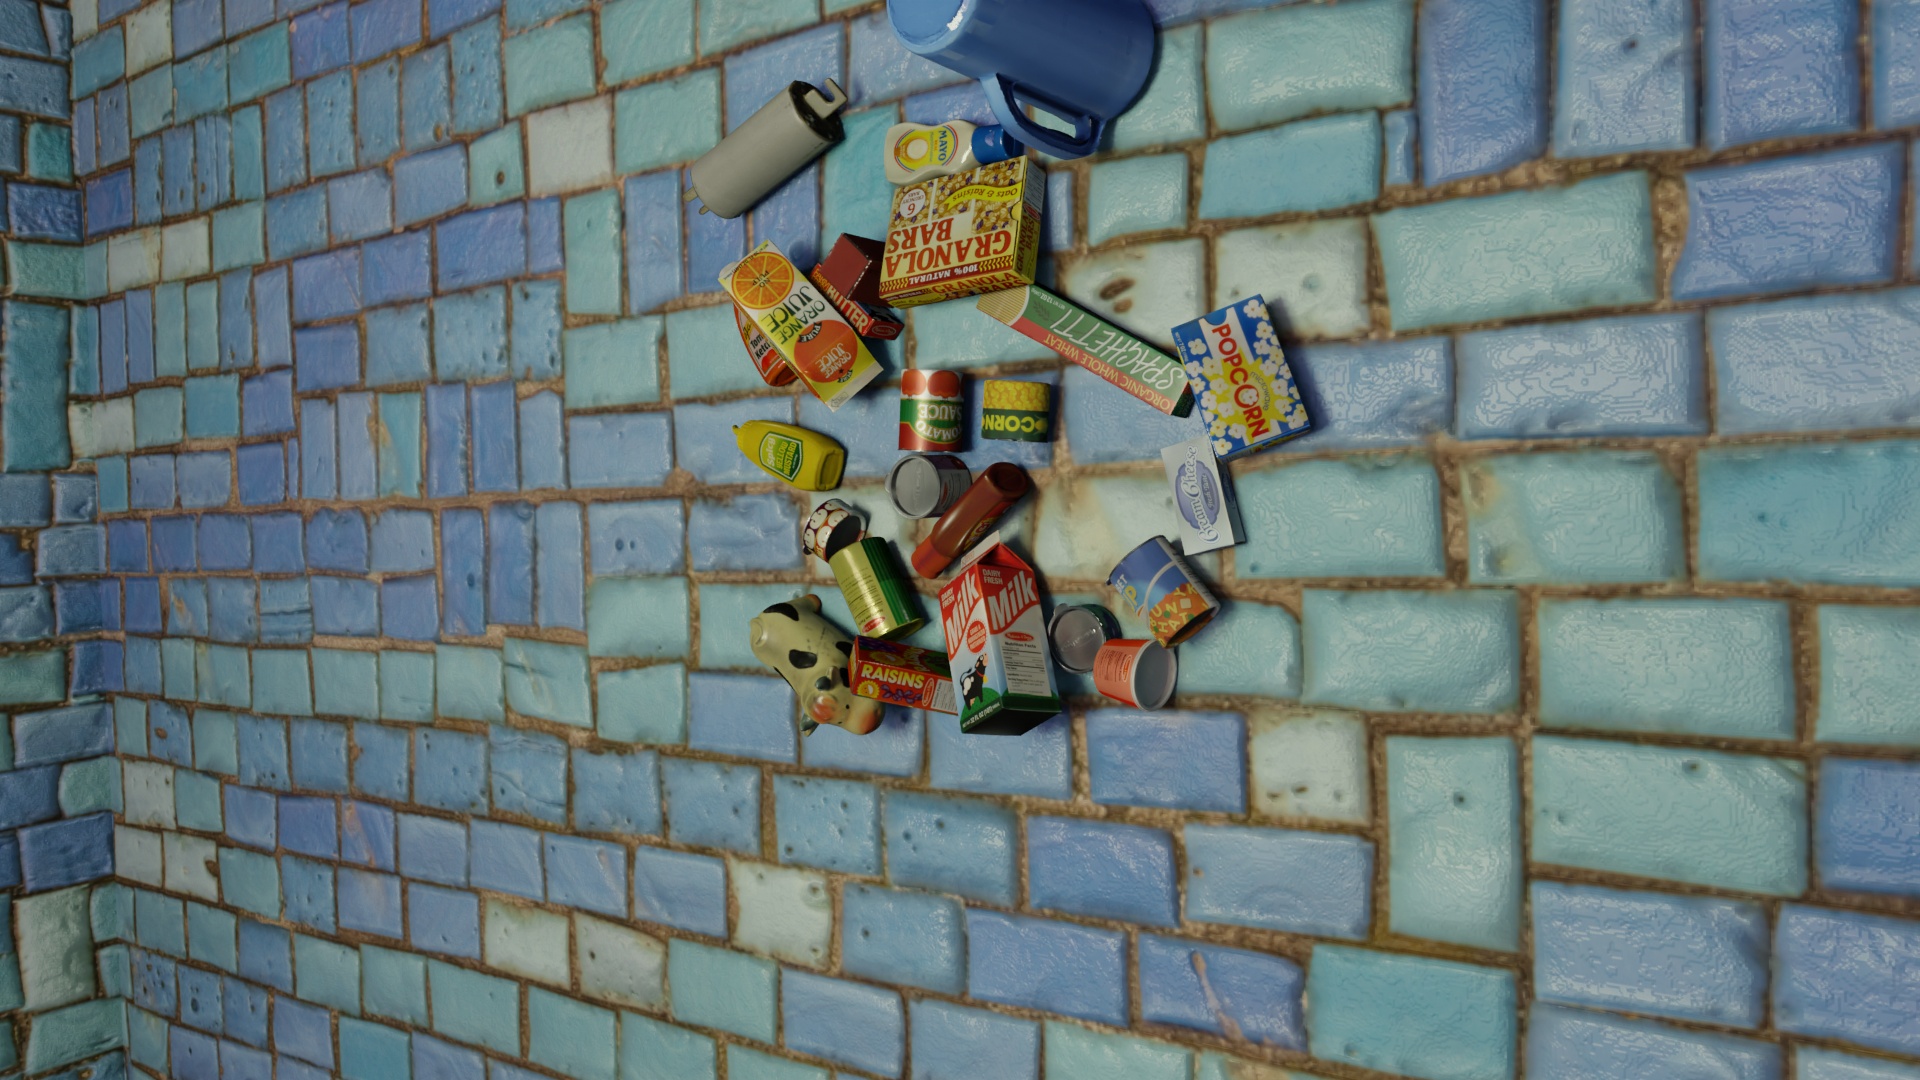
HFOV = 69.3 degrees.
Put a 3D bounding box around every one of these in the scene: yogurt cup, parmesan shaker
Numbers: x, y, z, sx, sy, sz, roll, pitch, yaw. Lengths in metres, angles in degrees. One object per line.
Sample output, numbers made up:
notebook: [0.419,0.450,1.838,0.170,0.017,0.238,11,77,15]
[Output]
yogurt cup: [0.161,0.122,1.295,0.054,0.072,0.072,7,96,43]
parmesan shaker: [-0.087,0.054,1.466,0.071,0.071,0.103,-35,72,32]

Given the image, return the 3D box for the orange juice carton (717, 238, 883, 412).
orange juice carton: [-0.167,-0.224,1.479,0.072,0.073,0.193,-40,72,-5]

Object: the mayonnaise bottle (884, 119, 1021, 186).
mayonnaise bottle: [-0.009,-0.396,1.404,0.148,0.041,0.064,3,92,36]

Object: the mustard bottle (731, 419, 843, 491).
mustard bottle: [-0.203,-0.102,1.550,0.160,0.049,0.065,22,103,33]

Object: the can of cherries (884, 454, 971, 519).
can of cherries: [-0.033,-0.057,1.426,0.071,0.058,0.071,3,95,35]

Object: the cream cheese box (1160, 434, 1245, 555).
cream cheese box: [0.221,-0.041,1.268,0.053,0.024,0.104,-17,82,36]

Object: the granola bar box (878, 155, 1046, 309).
granola bar box: [0.000,-0.304,1.380,0.165,0.039,0.124,-4,71,36]

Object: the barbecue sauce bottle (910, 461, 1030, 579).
barbecue sauce bottle: [0.005,-0.018,1.400,0.044,0.065,0.148,51,125,9]

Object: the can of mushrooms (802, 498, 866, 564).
can of mushrooms: [-0.136,-0.007,1.496,0.033,0.071,0.070,32,110,28]

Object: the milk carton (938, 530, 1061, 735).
milk carton: [0.033,0.088,1.353,0.072,0.073,0.191,-39,52,46]

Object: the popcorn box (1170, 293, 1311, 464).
popcorn box: [0.246,-0.140,1.220,0.085,0.038,0.127,-20,80,12]

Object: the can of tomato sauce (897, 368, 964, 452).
can of tomato sauce: [-0.029,-0.131,1.414,0.071,0.071,0.083,5,95,35]

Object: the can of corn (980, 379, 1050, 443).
can of corn: [0.053,-0.126,1.354,0.071,0.071,0.058,7,96,35]

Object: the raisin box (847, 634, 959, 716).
raisin box: [-0.048,0.136,1.394,0.123,0.086,0.040,13,103,-9]

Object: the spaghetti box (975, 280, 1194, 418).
spaghetti box: [0.121,-0.193,1.329,0.250,0.029,0.050,34,110,29]

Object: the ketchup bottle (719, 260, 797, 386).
ketchup bottle: [-0.223,-0.247,1.561,0.064,0.043,0.149,-39,70,23]

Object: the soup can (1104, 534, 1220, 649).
soup can: [0.184,0.049,1.270,0.071,0.071,0.084,-48,67,27]

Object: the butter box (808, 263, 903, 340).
butter box: [-0.112,-0.253,1.476,0.104,0.053,0.024,46,115,24]

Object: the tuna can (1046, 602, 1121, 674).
tuna can: [0.118,0.092,1.341,0.071,0.033,0.071,2,93,35]
